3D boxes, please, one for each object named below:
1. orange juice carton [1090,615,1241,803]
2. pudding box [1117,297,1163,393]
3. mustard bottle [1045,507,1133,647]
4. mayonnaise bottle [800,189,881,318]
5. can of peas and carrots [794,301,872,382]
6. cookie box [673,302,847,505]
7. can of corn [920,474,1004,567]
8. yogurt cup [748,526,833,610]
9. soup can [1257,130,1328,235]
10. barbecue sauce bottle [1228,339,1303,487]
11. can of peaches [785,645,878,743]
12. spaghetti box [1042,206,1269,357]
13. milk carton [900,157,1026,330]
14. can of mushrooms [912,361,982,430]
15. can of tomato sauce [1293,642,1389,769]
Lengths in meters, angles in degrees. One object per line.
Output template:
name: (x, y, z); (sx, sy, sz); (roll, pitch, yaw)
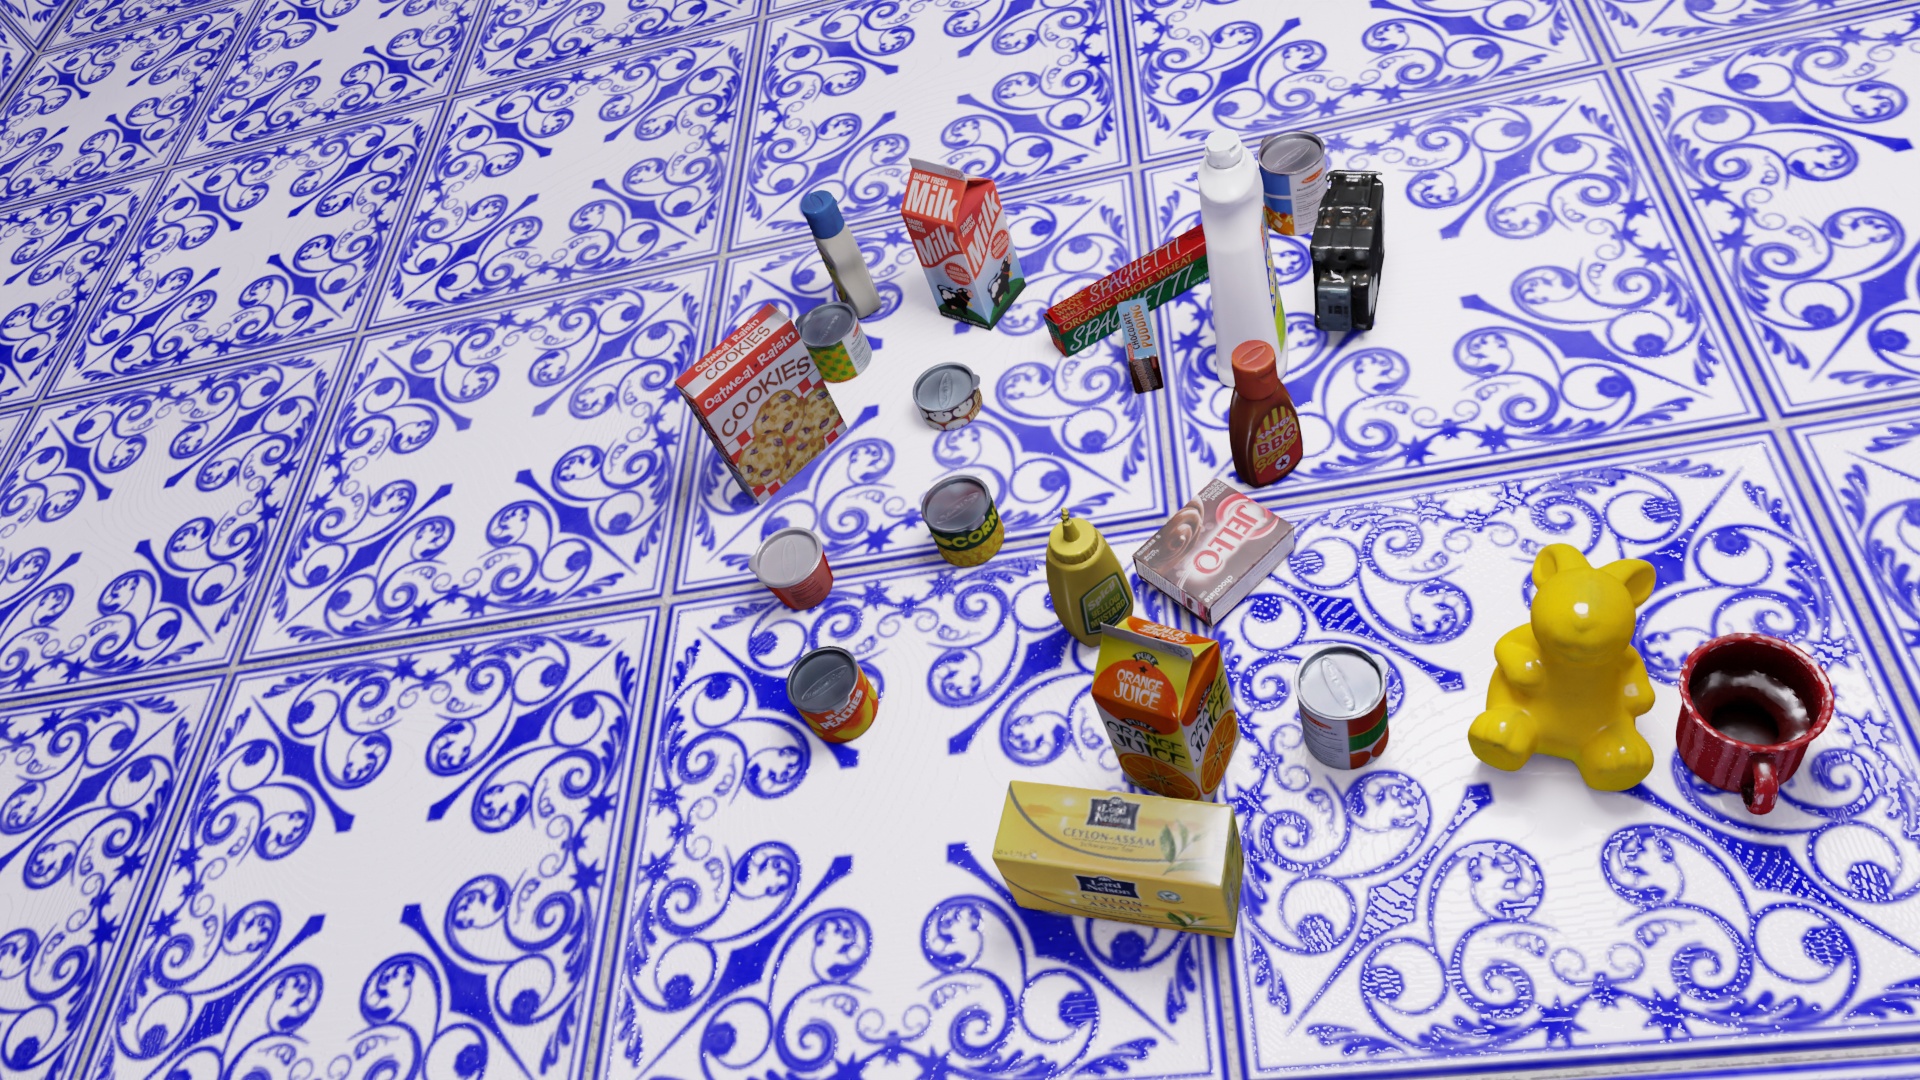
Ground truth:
orange juice carton: (0.154, 0.121, 1.039); (0.072, 0.191, 0.073); (16, 61, 29)
pudding box: (0.176, -0.192, 1.363); (0.030, 0.049, 0.084); (-12, 51, 10)
mustard bottle: (0.101, 0.026, 1.150); (0.065, 0.159, 0.049); (-37, 51, -10)
mayonnaise bottle: (-0.130, -0.309, 1.494); (0.041, 0.147, 0.065); (-33, 51, -6)
can of peas and carrots: (-0.136, -0.211, 1.479); (0.071, 0.058, 0.071); (-9, 52, 12)
cookie box: (-0.194, -0.133, 1.368); (0.123, 0.166, 0.040); (-43, 53, -15)
can of corn: (0.005, -0.016, 1.282); (0.071, 0.058, 0.071); (-9, 52, 12)
yogurt cup: (-0.154, 0.029, 1.305); (0.072, 0.053, 0.073); (-9, 52, 12)
soup can: (0.339, -0.365, 1.416); (0.071, 0.083, 0.072); (-9, 52, 12)
barbecue sauce bottle: (0.262, -0.112, 1.208); (0.065, 0.148, 0.044); (-34, 51, -7)
can of peaches: (-0.109, 0.136, 1.205); (0.071, 0.057, 0.071); (-9, 52, 12)
spaghetti box: (0.201, -0.268, 1.412); (0.250, 0.050, 0.029); (-30, 50, -5)
milk carton: (0.000, -0.312, 1.424); (0.072, 0.189, 0.074); (22, 64, 31)
can of mushrooms: (-0.010, -0.146, 1.402); (0.071, 0.033, 0.071); (-9, 52, 12)
can of tomato sauce: (0.293, 0.126, 1.058); (0.071, 0.082, 0.071); (-9, 52, 12)
